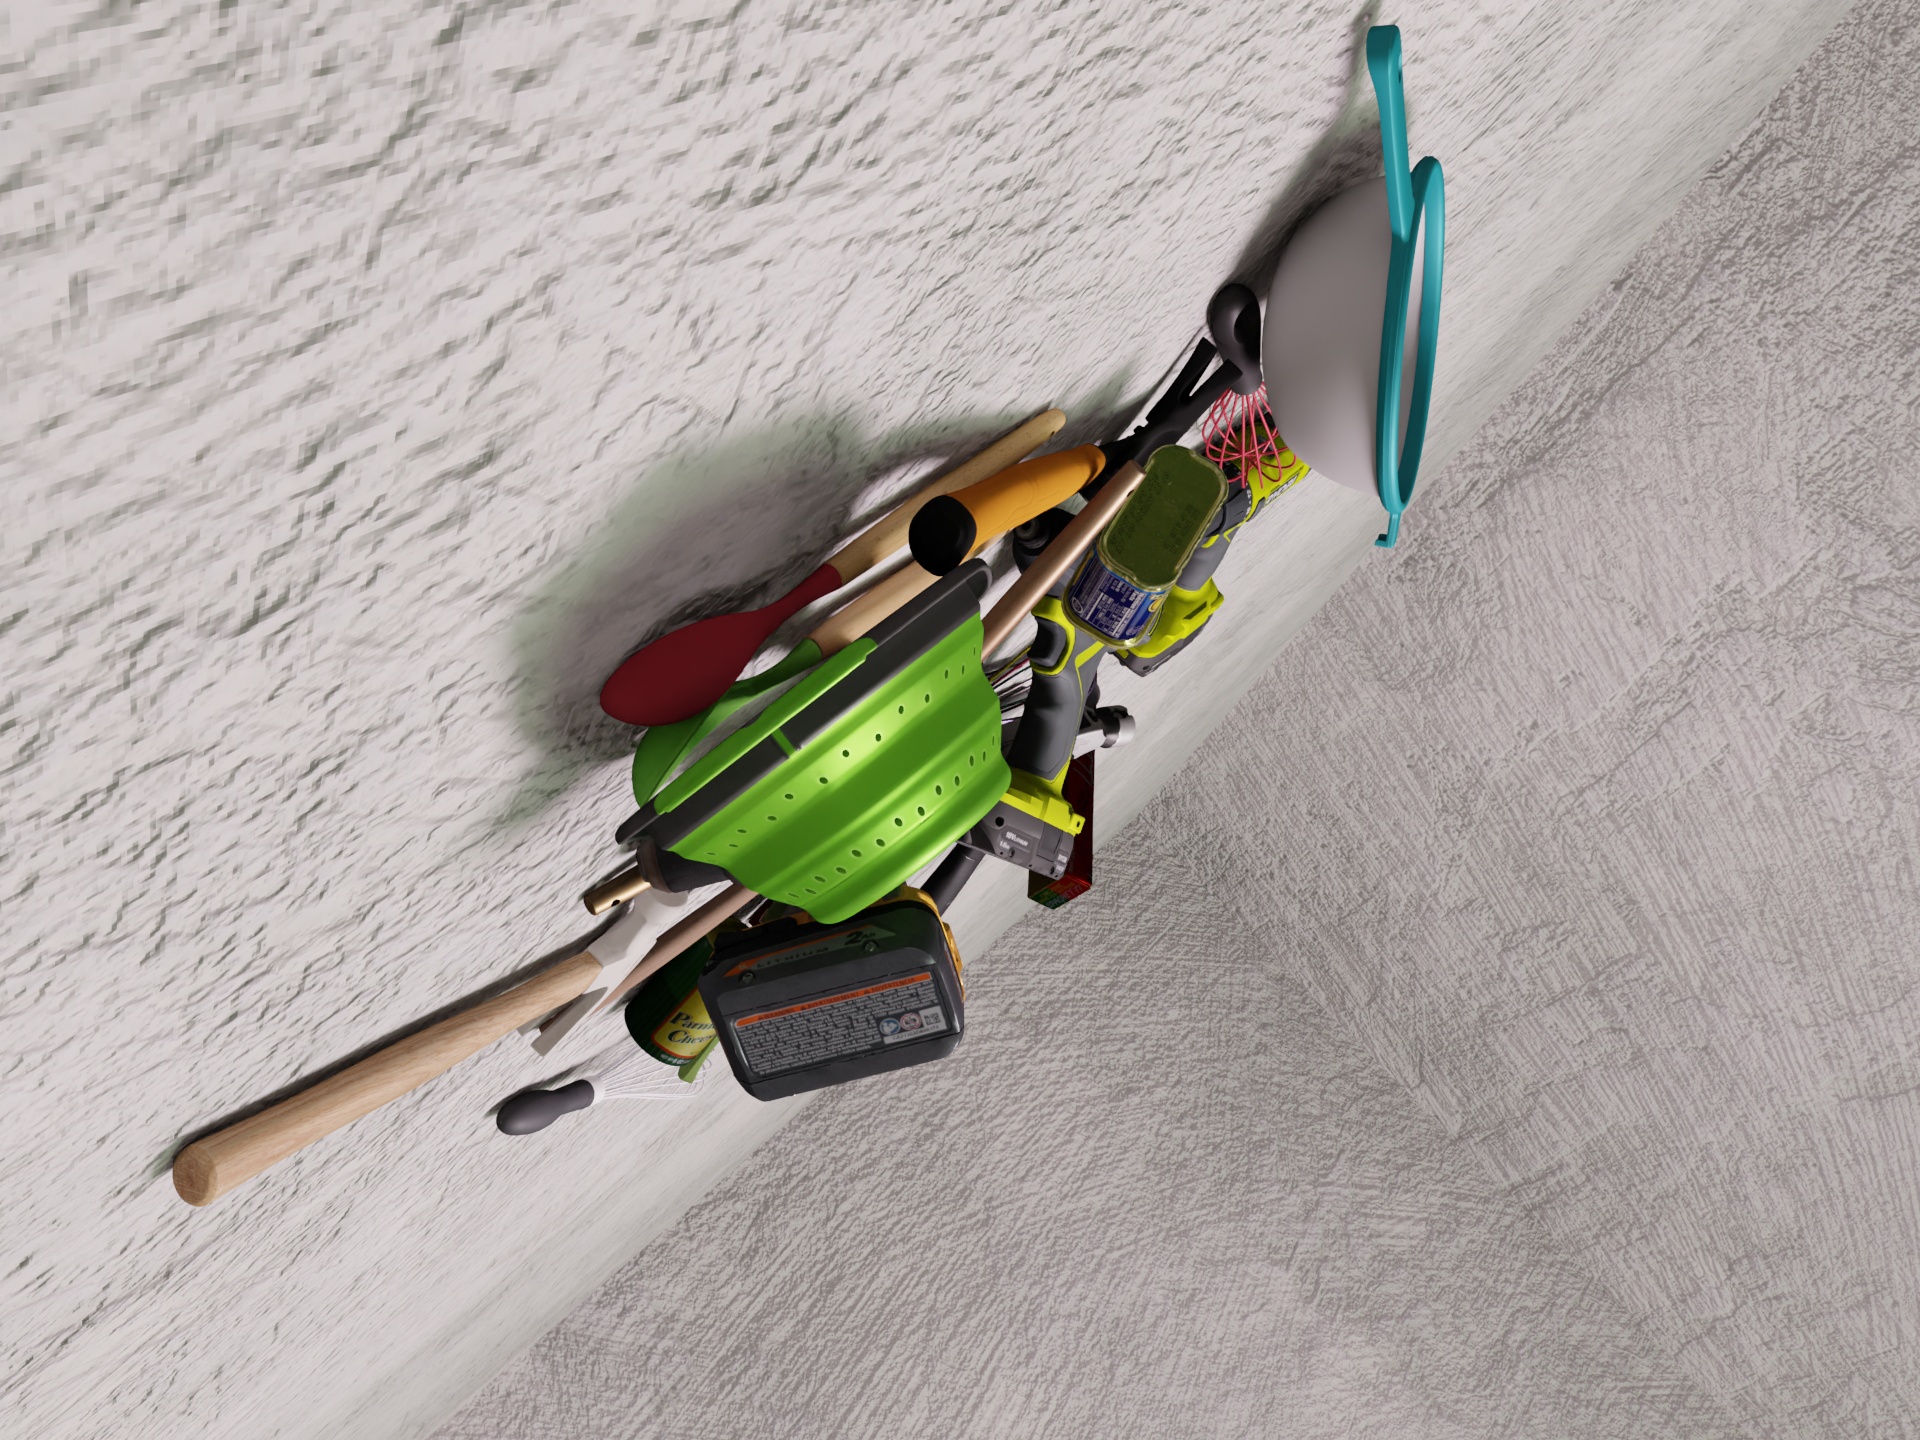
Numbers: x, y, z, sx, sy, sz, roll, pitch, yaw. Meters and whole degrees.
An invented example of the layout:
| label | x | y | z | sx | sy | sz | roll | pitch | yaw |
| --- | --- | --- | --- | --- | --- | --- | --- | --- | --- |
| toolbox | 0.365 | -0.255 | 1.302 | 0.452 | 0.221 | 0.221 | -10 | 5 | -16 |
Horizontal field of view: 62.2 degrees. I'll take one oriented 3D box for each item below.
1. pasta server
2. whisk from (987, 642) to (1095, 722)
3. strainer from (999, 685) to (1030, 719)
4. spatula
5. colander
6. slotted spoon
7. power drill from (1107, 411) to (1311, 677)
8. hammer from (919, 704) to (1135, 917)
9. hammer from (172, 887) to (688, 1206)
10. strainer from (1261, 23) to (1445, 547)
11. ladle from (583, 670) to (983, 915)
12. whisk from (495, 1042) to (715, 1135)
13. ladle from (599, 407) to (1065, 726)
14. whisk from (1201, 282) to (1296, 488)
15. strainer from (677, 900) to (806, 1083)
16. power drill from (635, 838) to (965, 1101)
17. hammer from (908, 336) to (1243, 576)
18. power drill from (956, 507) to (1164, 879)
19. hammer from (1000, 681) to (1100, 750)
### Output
| label | x | y | z | sx | sy | sz | roll | pitch | yaw |
| --- | --- | --- | --- | --- | --- | --- | --- | --- | --- |
| pasta server | -0.150 | 0.127 | 1.098 | 0.316 | 0.040 | 0.060 | -36 | -175 | -11 |
| whisk | -0.003 | -0.006 | 1.139 | 0.245 | 0.051 | 0.047 | -25 | 130 | -26 |
| strainer | 0.014 | 0.005 | 1.324 | 0.258 | 0.050 | 0.086 | -32 | 149 | -62 |
| spatula | 0.000 | -0.034 | 0.940 | 0.316 | 0.018 | 0.059 | -47 | 161 | 24 |
| colander | -0.041 | 0.015 | 0.793 | 0.204 | 0.094 | 0.397 | -37 | -177 | 6 |
| slotted spoon | -0.064 | -0.048 | 0.854 | 0.314 | 0.031 | 0.070 | -38 | 174 | -40 |
| power drill | 0.190 | -0.142 | 1.322 | 0.190 | 0.080 | 0.228 | -37 | 164 | -39 |
| hammer | -0.002 | 0.110 | 1.238 | 0.146 | 0.035 | 0.334 | -8 | 144 | -44 |
| hammer | -0.285 | 0.180 | 0.883 | 0.130 | 0.031 | 0.331 | -51 | 168 | 28 |
| strainer | 0.220 | -0.263 | 0.926 | 0.340 | 0.095 | 0.211 | 55 | 46 | -59 |
| ladle | -0.105 | 0.034 | 1.006 | 0.320 | 0.062 | 0.078 | -29 | 151 | -33 |
| whisk | -0.279 | 0.290 | 1.276 | 0.070 | 0.070 | 0.284 | -47 | 165 | 13 |
| ladle | -0.047 | -0.084 | 0.786 | 0.315 | 0.031 | 0.069 | -39 | 168 | -34 |
| whisk | 0.195 | -0.224 | 1.082 | 0.073 | 0.073 | 0.295 | -45 | 163 | 2 |
| strainer | -0.134 | 0.208 | 1.264 | 0.256 | 0.069 | 0.152 | -53 | -161 | 20 |
| power drill | -0.089 | 0.096 | 0.838 | 0.185 | 0.084 | 0.226 | -14 | -152 | 3 |
| hammer | 0.063 | -0.140 | 0.877 | 0.127 | 0.034 | 0.337 | -48 | 174 | 30 |
| power drill | 0.050 | -0.021 | 1.039 | 0.171 | 0.080 | 0.223 | 29 | 80 | -58 |
| hammer | -0.009 | 0.077 | 1.348 | 0.409 | 0.036 | 0.149 | -44 | 180 | 44 |
